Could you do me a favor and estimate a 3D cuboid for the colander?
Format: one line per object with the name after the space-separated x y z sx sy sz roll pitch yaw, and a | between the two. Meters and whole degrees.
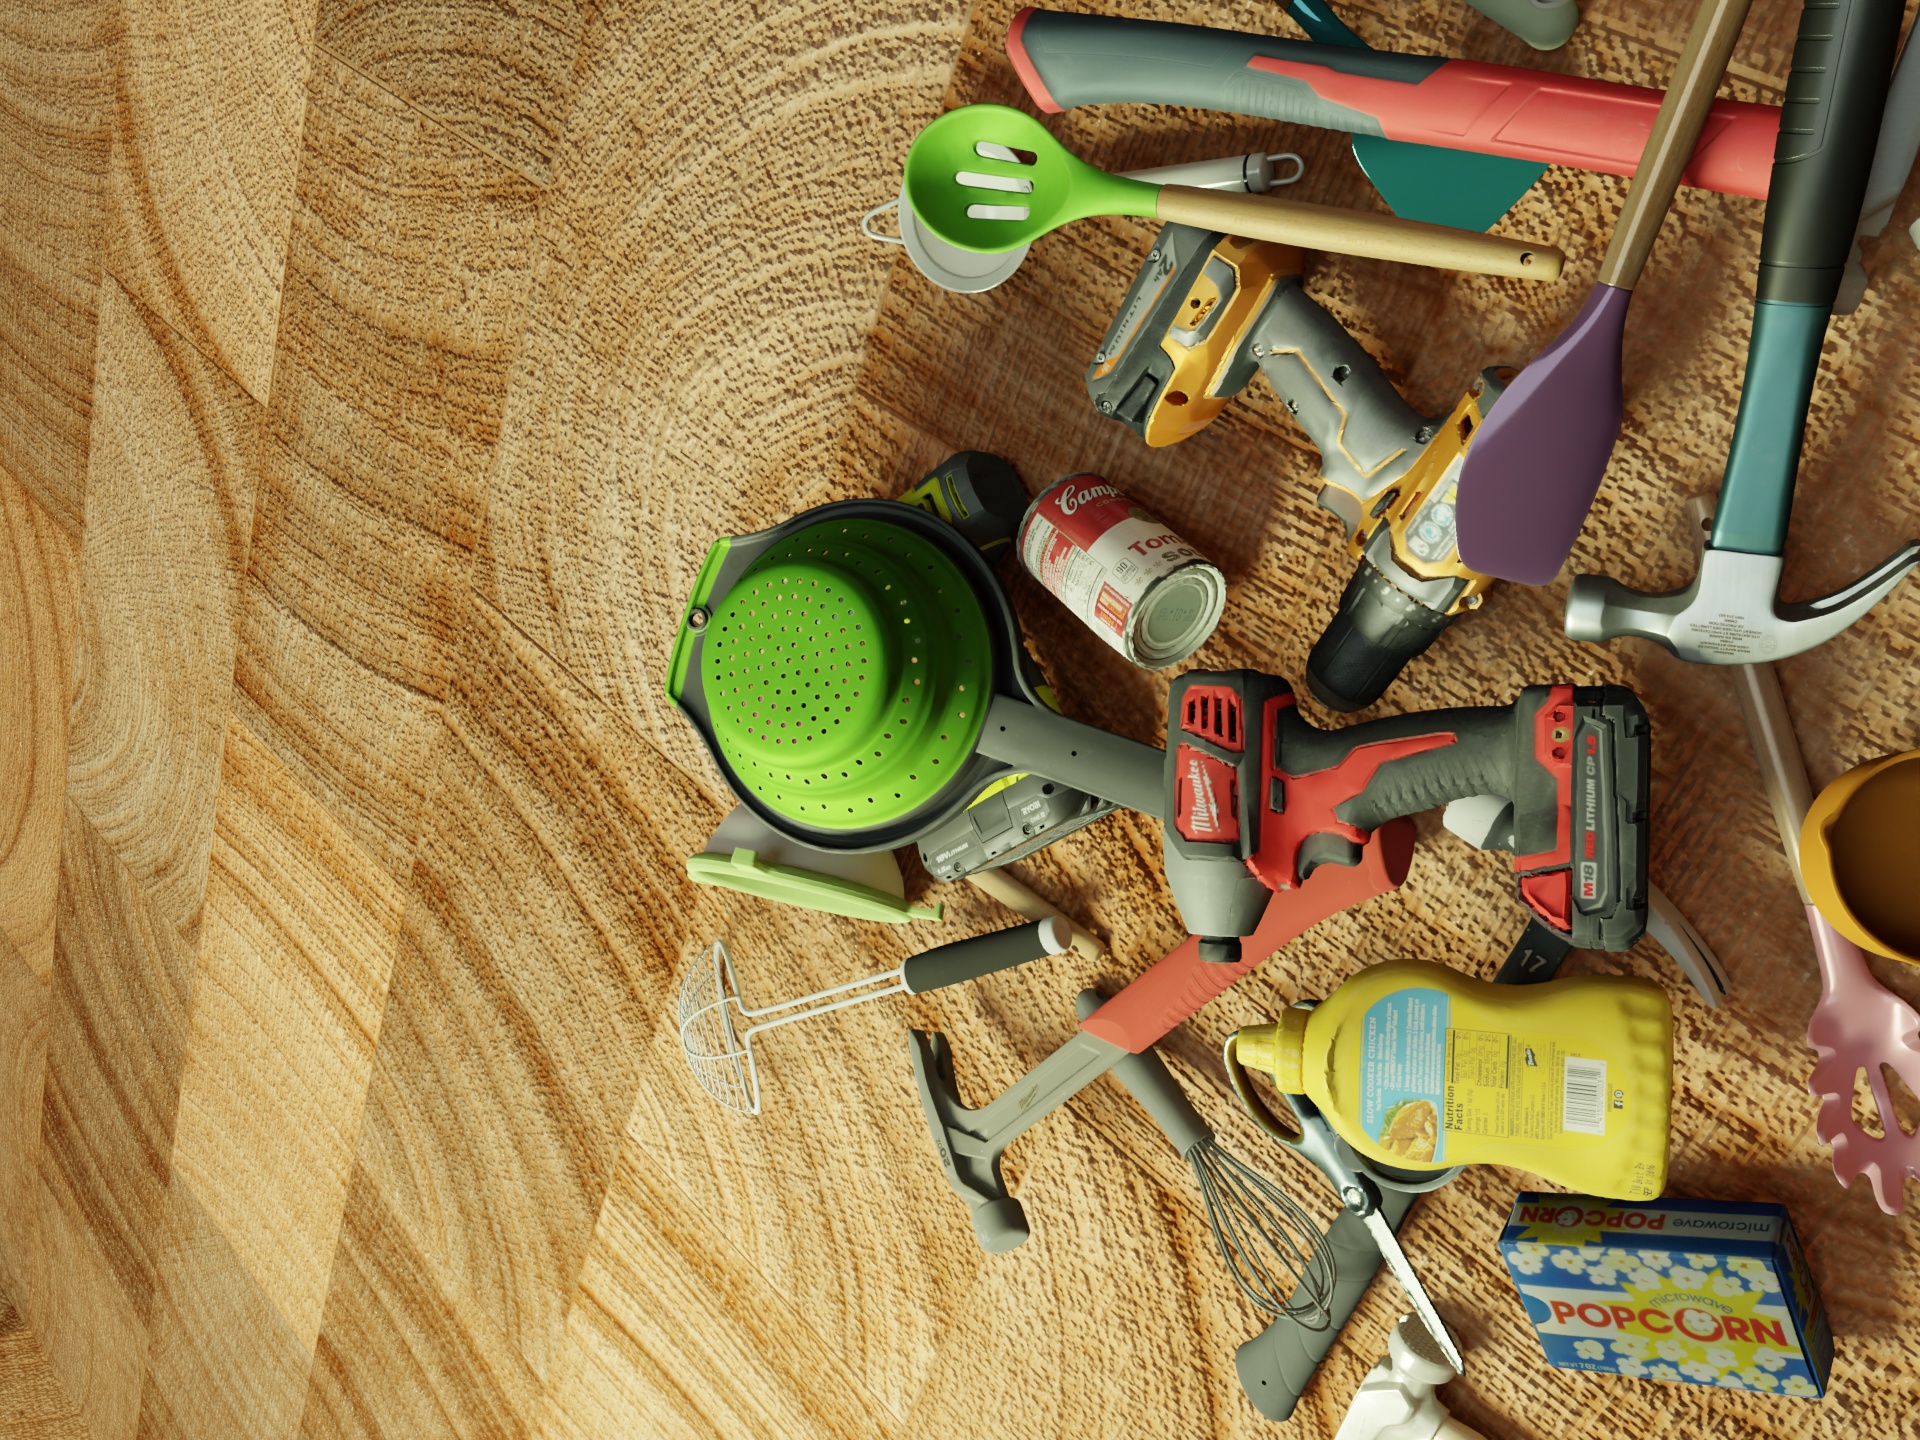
-0.001 -0.003 0.844 0.397 0.094 0.204 19 93 19 | colander

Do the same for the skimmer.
-0.063 0.181 1.073 0.363 0.090 0.127 -22 77 34 | skimmer

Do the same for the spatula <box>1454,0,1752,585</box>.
0.272 -0.202 0.643 0.060 0.018 0.315 14 116 0 | spatula

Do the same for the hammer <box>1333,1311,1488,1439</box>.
0.371 0.477 0.788 0.411 0.038 0.146 32 120 30 | hammer

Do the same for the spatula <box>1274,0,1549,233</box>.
0.146 -0.354 0.747 0.317 0.044 0.082 51 129 10 | spatula

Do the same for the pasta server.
0.367 0.053 0.690 0.060 0.040 0.316 -17 88 22 | pasta server

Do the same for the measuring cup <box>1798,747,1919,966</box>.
0.399 0.015 0.648 0.095 0.052 0.173 13 86 10 | measuring cup

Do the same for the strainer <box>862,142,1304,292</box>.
0.064 -0.283 0.864 0.258 0.050 0.086 4 109 33 | strainer

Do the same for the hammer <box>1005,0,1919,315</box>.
0.201 -0.284 0.685 0.386 0.038 0.143 18 118 21 | hammer

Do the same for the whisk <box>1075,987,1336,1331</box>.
0.132 0.241 0.901 0.239 0.055 0.055 51 129 37 | whisk

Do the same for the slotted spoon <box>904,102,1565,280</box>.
0.117 -0.234 0.734 0.314 0.031 0.070 17 107 23 | slotted spoon

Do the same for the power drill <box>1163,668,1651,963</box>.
0.200 0.048 0.739 0.220 0.078 0.143 1 86 25 | power drill

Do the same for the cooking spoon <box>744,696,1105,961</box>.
-0.033 0.067 1.039 0.319 0.017 0.068 33 139 29 | cooking spoon

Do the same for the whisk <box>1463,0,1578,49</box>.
0.185 -0.381 0.740 0.246 0.058 0.059 44 159 20 | whisk

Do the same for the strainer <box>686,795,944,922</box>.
-0.124 0.086 1.081 0.256 0.151 0.069 -5 69 59 | strainer

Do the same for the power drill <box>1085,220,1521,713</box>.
0.170 -0.129 0.788 0.226 0.084 0.185 42 126 19 | power drill

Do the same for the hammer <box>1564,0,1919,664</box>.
0.325 -0.177 0.617 0.128 0.033 0.330 11 116 25 | hammer

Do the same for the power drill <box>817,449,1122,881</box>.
-0.003 -0.025 0.958 0.171 0.080 0.223 -32 76 39 | power drill

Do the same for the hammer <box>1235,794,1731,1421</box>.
0.243 0.230 0.838 0.149 0.036 0.408 36 121 27 | hammer

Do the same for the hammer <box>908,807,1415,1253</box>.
0.106 0.153 0.902 0.359 0.036 0.149 -44 49 28 | hammer
